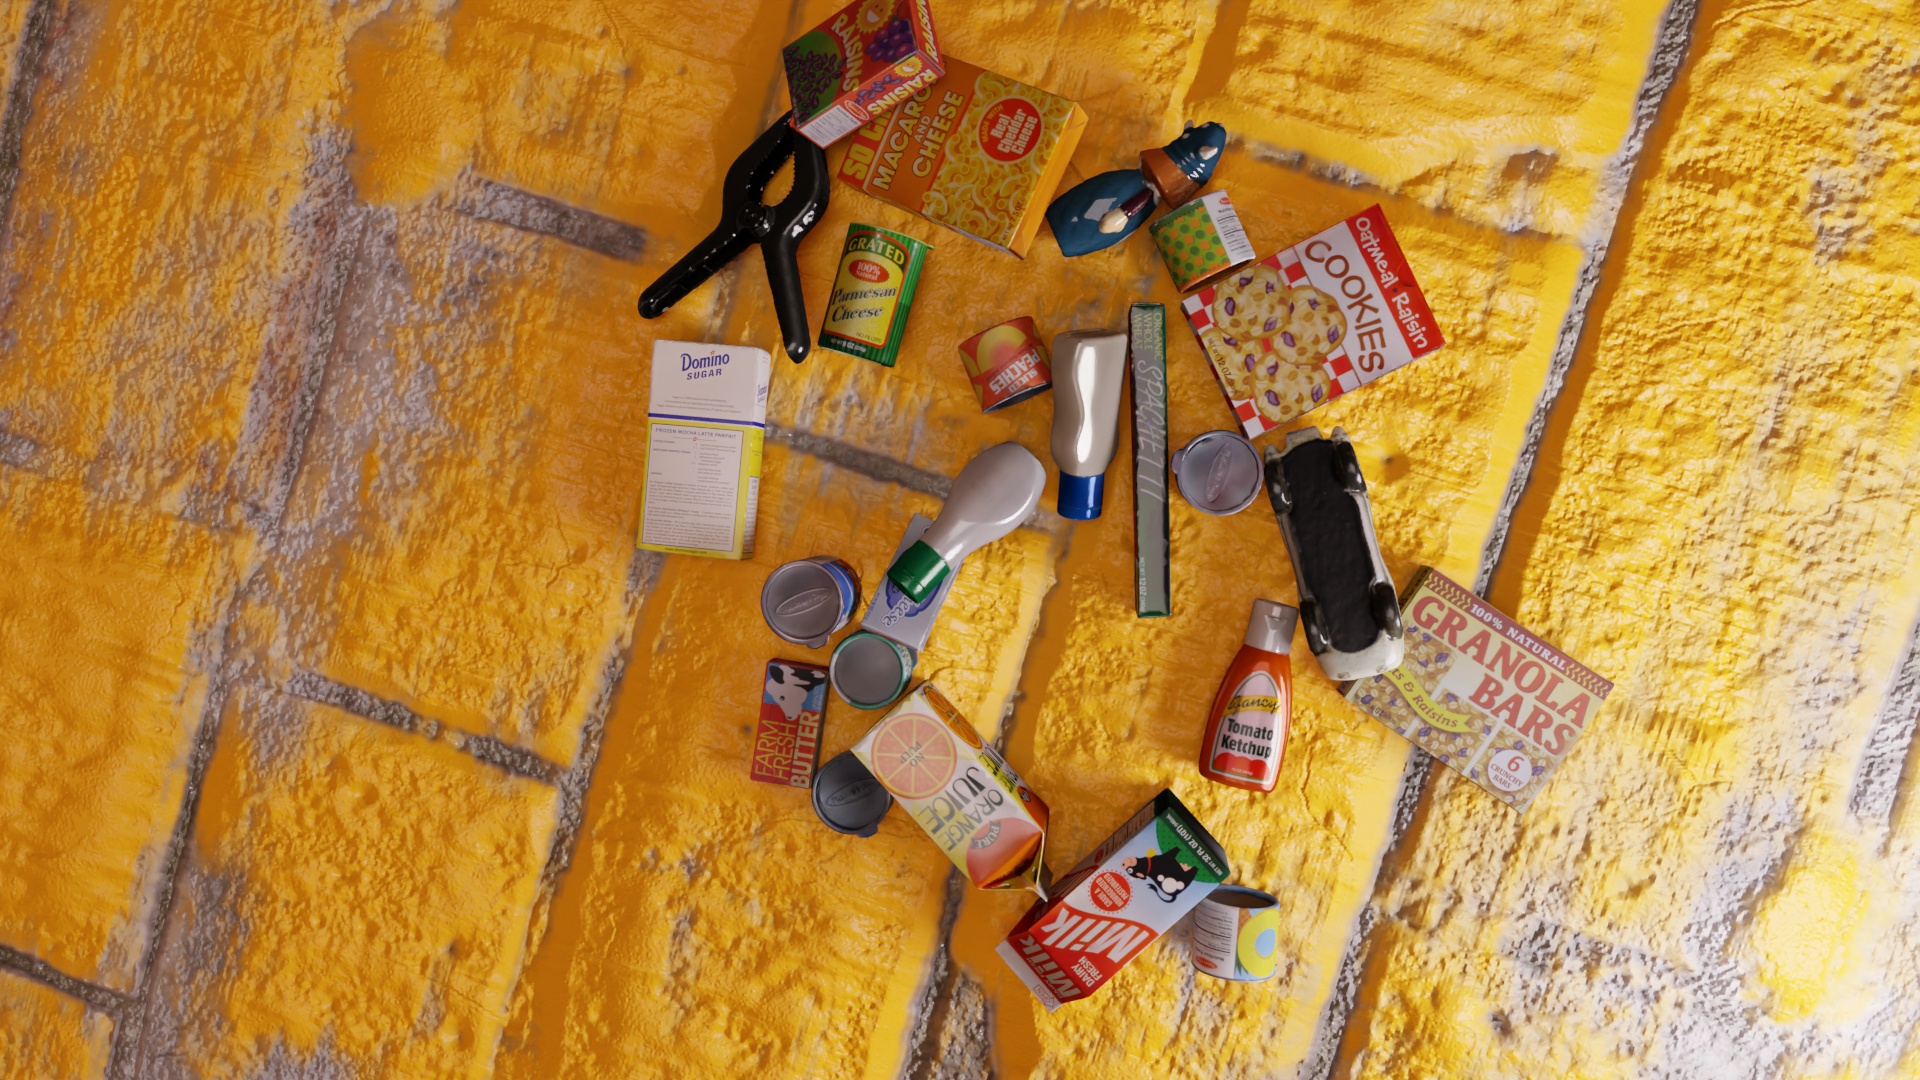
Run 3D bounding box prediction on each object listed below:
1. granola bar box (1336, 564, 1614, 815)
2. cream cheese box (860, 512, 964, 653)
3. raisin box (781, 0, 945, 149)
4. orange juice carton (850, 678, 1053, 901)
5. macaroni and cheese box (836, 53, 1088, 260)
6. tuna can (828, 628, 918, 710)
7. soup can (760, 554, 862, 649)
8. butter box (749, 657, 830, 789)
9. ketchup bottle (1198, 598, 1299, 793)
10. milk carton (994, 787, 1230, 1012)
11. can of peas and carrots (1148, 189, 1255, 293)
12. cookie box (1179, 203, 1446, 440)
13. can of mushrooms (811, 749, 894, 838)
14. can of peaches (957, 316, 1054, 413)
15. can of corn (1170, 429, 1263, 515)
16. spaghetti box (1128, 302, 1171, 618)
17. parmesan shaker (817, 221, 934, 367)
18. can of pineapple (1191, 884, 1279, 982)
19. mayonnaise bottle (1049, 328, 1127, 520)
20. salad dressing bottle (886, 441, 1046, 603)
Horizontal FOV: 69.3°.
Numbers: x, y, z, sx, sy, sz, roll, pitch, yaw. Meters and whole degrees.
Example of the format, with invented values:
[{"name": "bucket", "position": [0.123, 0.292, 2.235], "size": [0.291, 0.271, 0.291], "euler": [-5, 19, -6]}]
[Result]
[{"name": "granola bar box", "position": [0.401, 0.116, 1.086], "size": [0.165, 0.039, 0.124], "euler": [33, 95, 5]}, {"name": "cream cheese box", "position": [-0.035, 0.034, 1.128], "size": [0.053, 0.024, 0.104], "euler": [24, 75, 5]}, {"name": "raisin box", "position": [-0.078, -0.379, 1.096], "size": [0.123, 0.040, 0.086], "euler": [-23, 63, 26]}, {"name": "orange juice carton", "position": [0.007, 0.209, 1.120], "size": [0.073, 0.072, 0.193], "euler": [-44, 86, 7]}, {"name": "macaroni and cheese box", "position": [-0.001, -0.312, 1.101], "size": [0.166, 0.040, 0.123], "euler": [27, 95, 20]}, {"name": "tuna can", "position": [-0.071, 0.105, 1.146], "size": [0.071, 0.033, 0.071], "euler": [0, 92, 7]}, {"name": "soup can", "position": [-0.118, 0.049, 1.124], "size": [0.071, 0.084, 0.071], "euler": [0, 92, 7]}, {"name": "butter box", "position": [-0.141, 0.153, 1.160], "size": [0.053, 0.024, 0.103], "euler": [9, 93, 6]}, {"name": "ketchup bottle", "position": [0.235, 0.122, 1.104], "size": [0.065, 0.043, 0.148], "euler": [13, 93, 7]}, {"name": "milk carton", "position": [0.119, 0.291, 1.108], "size": [0.190, 0.073, 0.072], "euler": [-42, 87, 7]}, {"name": "can of peas and carrots", "position": [0.188, -0.232, 1.089], "size": [0.071, 0.071, 0.058], "euler": [-25, 90, 7]}, {"name": "cookie box", "position": [0.276, -0.170, 1.092], "size": [0.167, 0.040, 0.123], "euler": [-26, 89, 7]}, {"name": "can of mushrooms", "position": [-0.087, 0.210, 1.150], "size": [0.071, 0.033, 0.071], "euler": [0, 91, 6]}, {"name": "can of peaches", "position": [0.038, -0.140, 1.106], "size": [0.071, 0.071, 0.058], "euler": [-22, 88, 7]}, {"name": "can of corn", "position": [0.200, -0.054, 1.095], "size": [0.071, 0.058, 0.071], "euler": [0, 92, 7]}, {"name": "spaghetti box", "position": [0.150, -0.064, 1.105], "size": [0.029, 0.050, 0.249], "euler": [-1, 91, 5]}, {"name": "parmesan shaker", "position": [-0.068, -0.196, 1.119], "size": [0.071, 0.071, 0.103], "euler": [16, 94, 6]}, {"name": "can of pineapple", "position": [0.219, 0.310, 1.102], "size": [0.071, 0.071, 0.058], "euler": [4, 93, 7]}, {"name": "mayonnaise bottle", "position": [0.098, -0.091, 1.098], "size": [0.041, 0.065, 0.147], "euler": [21, 116, 44]}, {"name": "salad dressing bottle", "position": [0.004, -0.014, 1.107], "size": [0.064, 0.044, 0.148], "euler": [41, 79, 15]}]
